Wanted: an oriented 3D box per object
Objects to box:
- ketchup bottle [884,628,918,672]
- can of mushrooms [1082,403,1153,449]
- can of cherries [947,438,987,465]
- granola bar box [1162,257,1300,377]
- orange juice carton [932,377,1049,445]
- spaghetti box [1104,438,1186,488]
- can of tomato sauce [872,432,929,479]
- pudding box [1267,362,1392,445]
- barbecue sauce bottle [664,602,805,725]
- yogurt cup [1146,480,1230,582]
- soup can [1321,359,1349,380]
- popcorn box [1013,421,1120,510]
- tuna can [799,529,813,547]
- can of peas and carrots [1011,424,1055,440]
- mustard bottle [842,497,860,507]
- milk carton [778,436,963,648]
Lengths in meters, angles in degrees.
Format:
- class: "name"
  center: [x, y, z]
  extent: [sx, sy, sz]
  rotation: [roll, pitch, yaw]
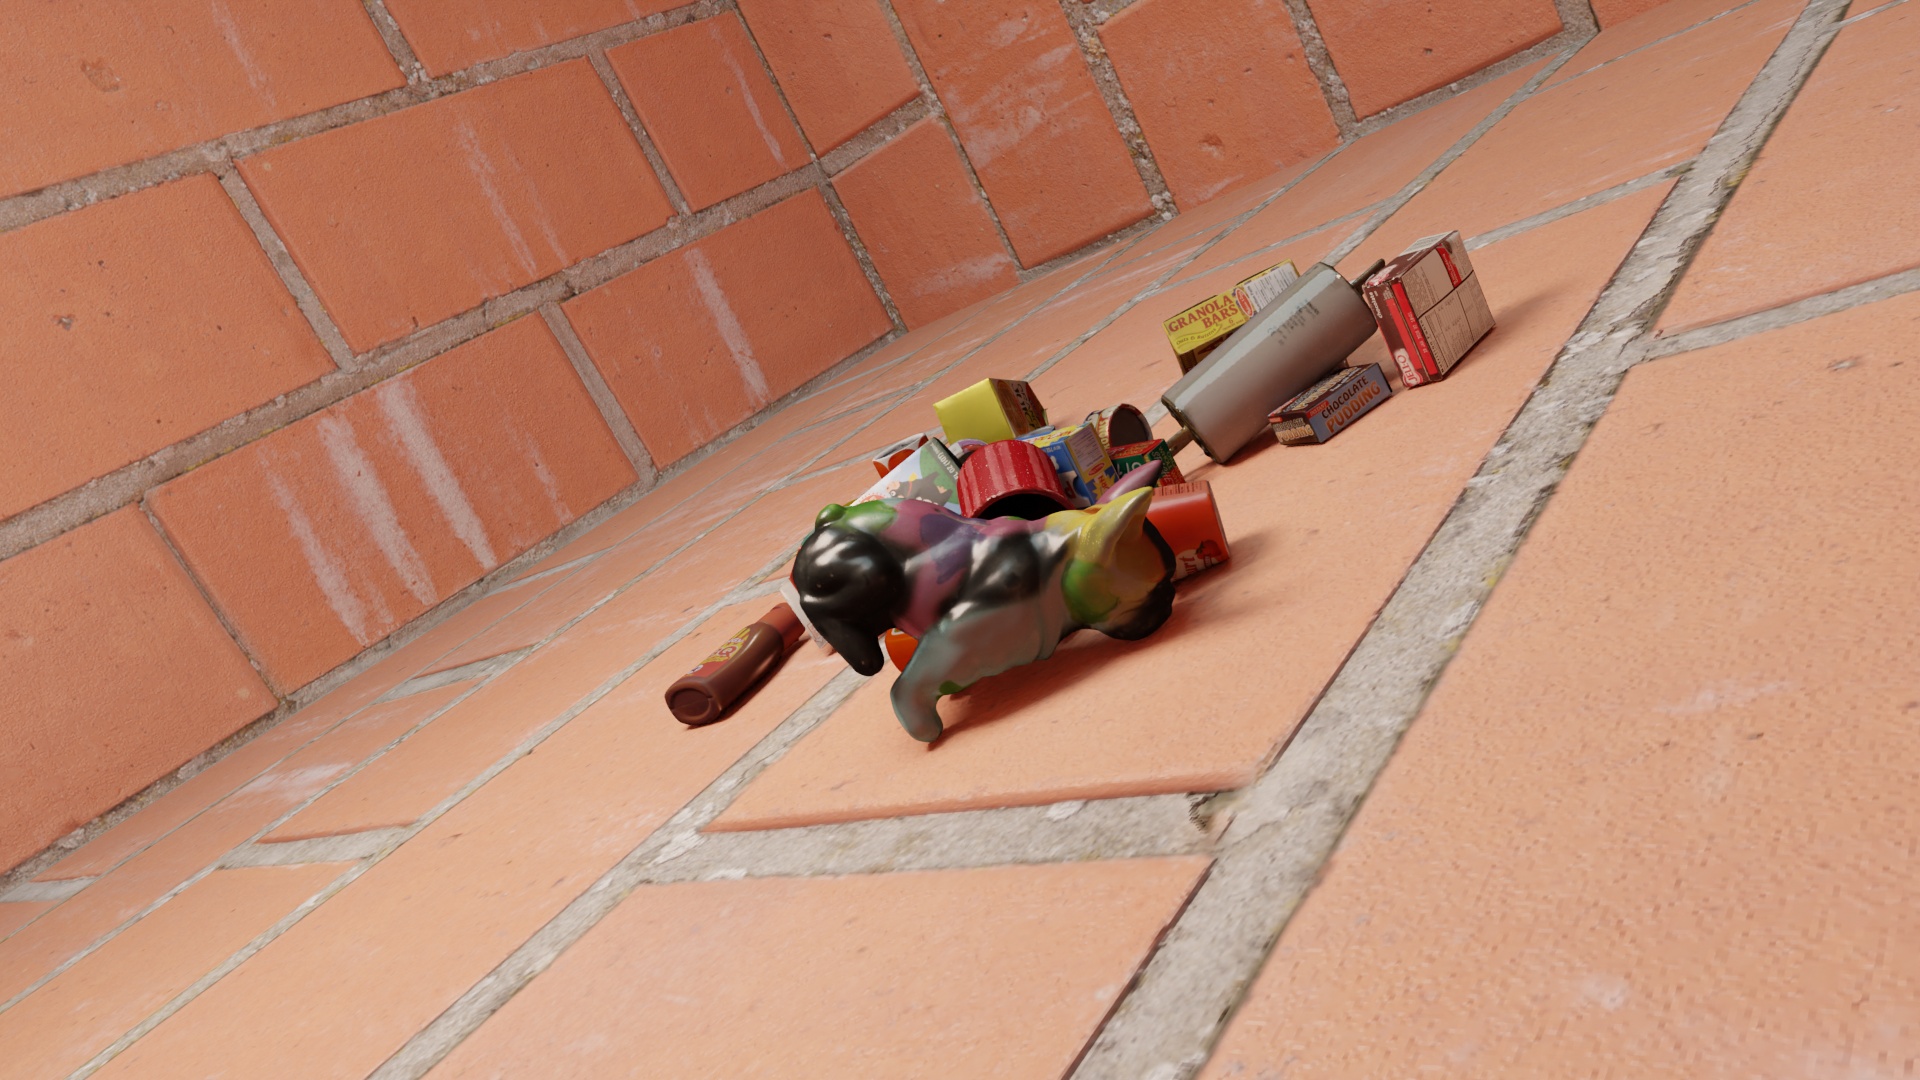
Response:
- class: "ketchup bottle"
  center: [0.019, 0.056, 0.977]
  extent: [0.148, 0.043, 0.065]
  rotation: [-17, 16, 38]
- class: "can of mushrooms"
  center: [0.139, -0.087, 1.235]
  extent: [0.033, 0.071, 0.071]
  rotation: [-13, 19, 45]
- class: "can of cherries"
  center: [0.016, -0.068, 1.424]
  extent: [0.071, 0.071, 0.058]
  rotation: [-28, 13, -1]
- class: "granola bar box"
  center: [0.258, -0.187, 1.275]
  extent: [0.124, 0.039, 0.165]
  rotation: [-26, -17, 9]
- class: "orange juice carton"
  center: [0.043, -0.133, 1.546]
  extent: [0.071, 0.073, 0.193]
  rotation: [-24, -3, 19]
- class: "spaghetti box"
  center: [0.098, -0.046, 1.201]
  extent: [0.029, 0.050, 0.249]
  rotation: [-36, 16, -30]
- class: "can of tomato sauce"
  center: [-0.048, -0.065, 1.496]
  extent: [0.071, 0.083, 0.071]
  rotation: [-27, 12, 6]
- class: "pudding box"
  center: [0.289, -0.106, 1.087]
  extent: [0.084, 0.030, 0.049]
  rotation: [-32, 12, -21]
- class: "barbecue sauce bottle"
  center: [-0.190, 0.105, 1.214]
  extent: [0.064, 0.043, 0.149]
  rotation: [-19, 15, 37]
- class: "yogurt cup"
  center: [0.146, -0.007, 0.921]
  extent: [0.054, 0.072, 0.072]
  rotation: [-16, 15, 12]
- class: "soup can"
  center: [0.287, -0.157, 1.206]
  extent: [0.083, 0.071, 0.071]
  rotation: [-23, 13, 20]
- class: "popcorn box"
  center: [0.077, -0.046, 1.160]
  extent: [0.038, 0.085, 0.126]
  rotation: [-34, 13, -31]
- class: "tuna can"
  center: [-0.123, 0.015, 1.370]
  extent: [0.071, 0.071, 0.032]
  rotation: [-37, 17, -36]
- class: "can of peas and carrots"
  center: [0.072, -0.069, 1.324]
  extent: [0.071, 0.058, 0.071]
  rotation: [-26, 12, 6]
- class: "mustard bottle"
  center: [-0.106, -0.009, 1.475]
  extent: [0.065, 0.048, 0.160]
  rotation: [-28, 13, 0]
- class: "milk carton"
  center: [-0.065, 0.006, 1.178]
  extent: [0.190, 0.072, 0.073]
  rotation: [-39, -21, 4]
